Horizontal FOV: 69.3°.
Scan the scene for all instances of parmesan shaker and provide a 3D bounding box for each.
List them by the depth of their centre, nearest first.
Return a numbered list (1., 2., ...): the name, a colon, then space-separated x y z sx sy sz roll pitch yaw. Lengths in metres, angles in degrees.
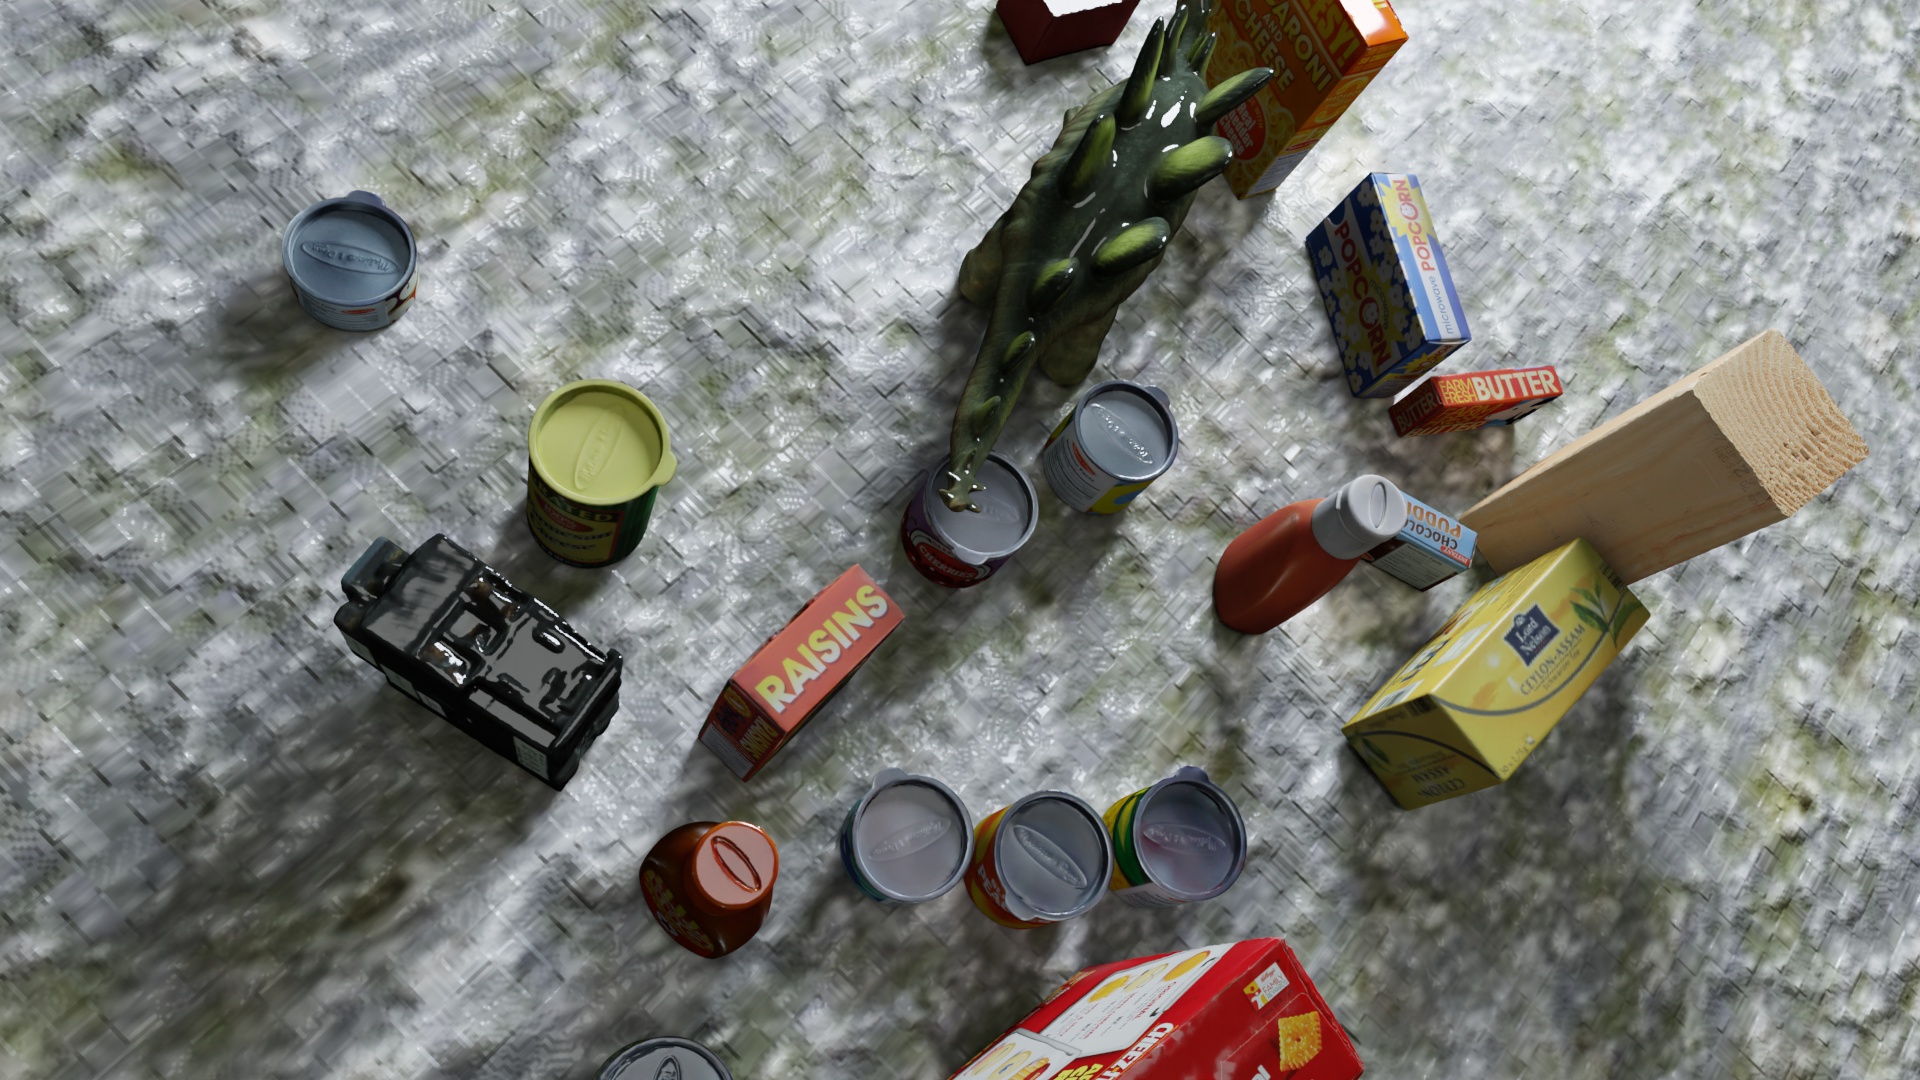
1. parmesan shaker: -0.185 -0.030 0.711 0.071 0.102 0.071 6 69 -16

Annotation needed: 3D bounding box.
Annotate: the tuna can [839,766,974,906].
1. tuna can: -0.030 0.156 0.731 0.071 0.032 0.071 6 69 -16

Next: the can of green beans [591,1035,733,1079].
1. can of green beans: -0.140 0.264 0.640 0.071 0.057 0.071 6 69 -16

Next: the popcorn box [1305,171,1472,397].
1. popcorn box: 0.283 -0.169 0.927 0.038 0.085 0.127 -6 72 -20

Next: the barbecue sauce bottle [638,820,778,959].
1. barbecue sauce bottle: -0.113 0.157 0.639 0.044 0.148 0.065 -39 86 -26

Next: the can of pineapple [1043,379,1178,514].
1. can of pineapple: 0.091 -0.056 0.837 0.071 0.057 0.071 6 69 -16

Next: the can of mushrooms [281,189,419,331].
1. can of mushrooms: -0.327 -0.150 0.749 0.071 0.033 0.071 6 69 -16

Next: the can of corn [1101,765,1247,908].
1. can of corn: 0.114 0.164 0.761 0.071 0.058 0.071 6 69 -16

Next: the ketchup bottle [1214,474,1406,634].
1. ketchup bottle: 0.198 0.006 0.798 0.043 0.148 0.065 18 66 -11

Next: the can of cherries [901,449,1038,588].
1. can of cherries: 0.003 -0.010 0.790 0.071 0.058 0.072 6 69 -16

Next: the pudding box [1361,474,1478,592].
1. pudding box: 0.278 -0.004 0.883 0.084 0.049 0.030 27 65 -7

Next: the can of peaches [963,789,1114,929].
1. can of peaches: 0.038 0.171 0.734 0.071 0.058 0.071 6 69 -16

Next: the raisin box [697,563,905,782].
1. raisin box: -0.082 0.068 0.697 0.040 0.123 0.086 46 64 2

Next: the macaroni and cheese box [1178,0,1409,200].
1. macaroni and cheese box: 0.207 -0.325 0.916 0.040 0.165 0.124 -22 79 -24

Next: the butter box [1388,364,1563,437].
1. butter box: 0.348 -0.094 0.938 0.104 0.053 0.024 -7 73 -20
